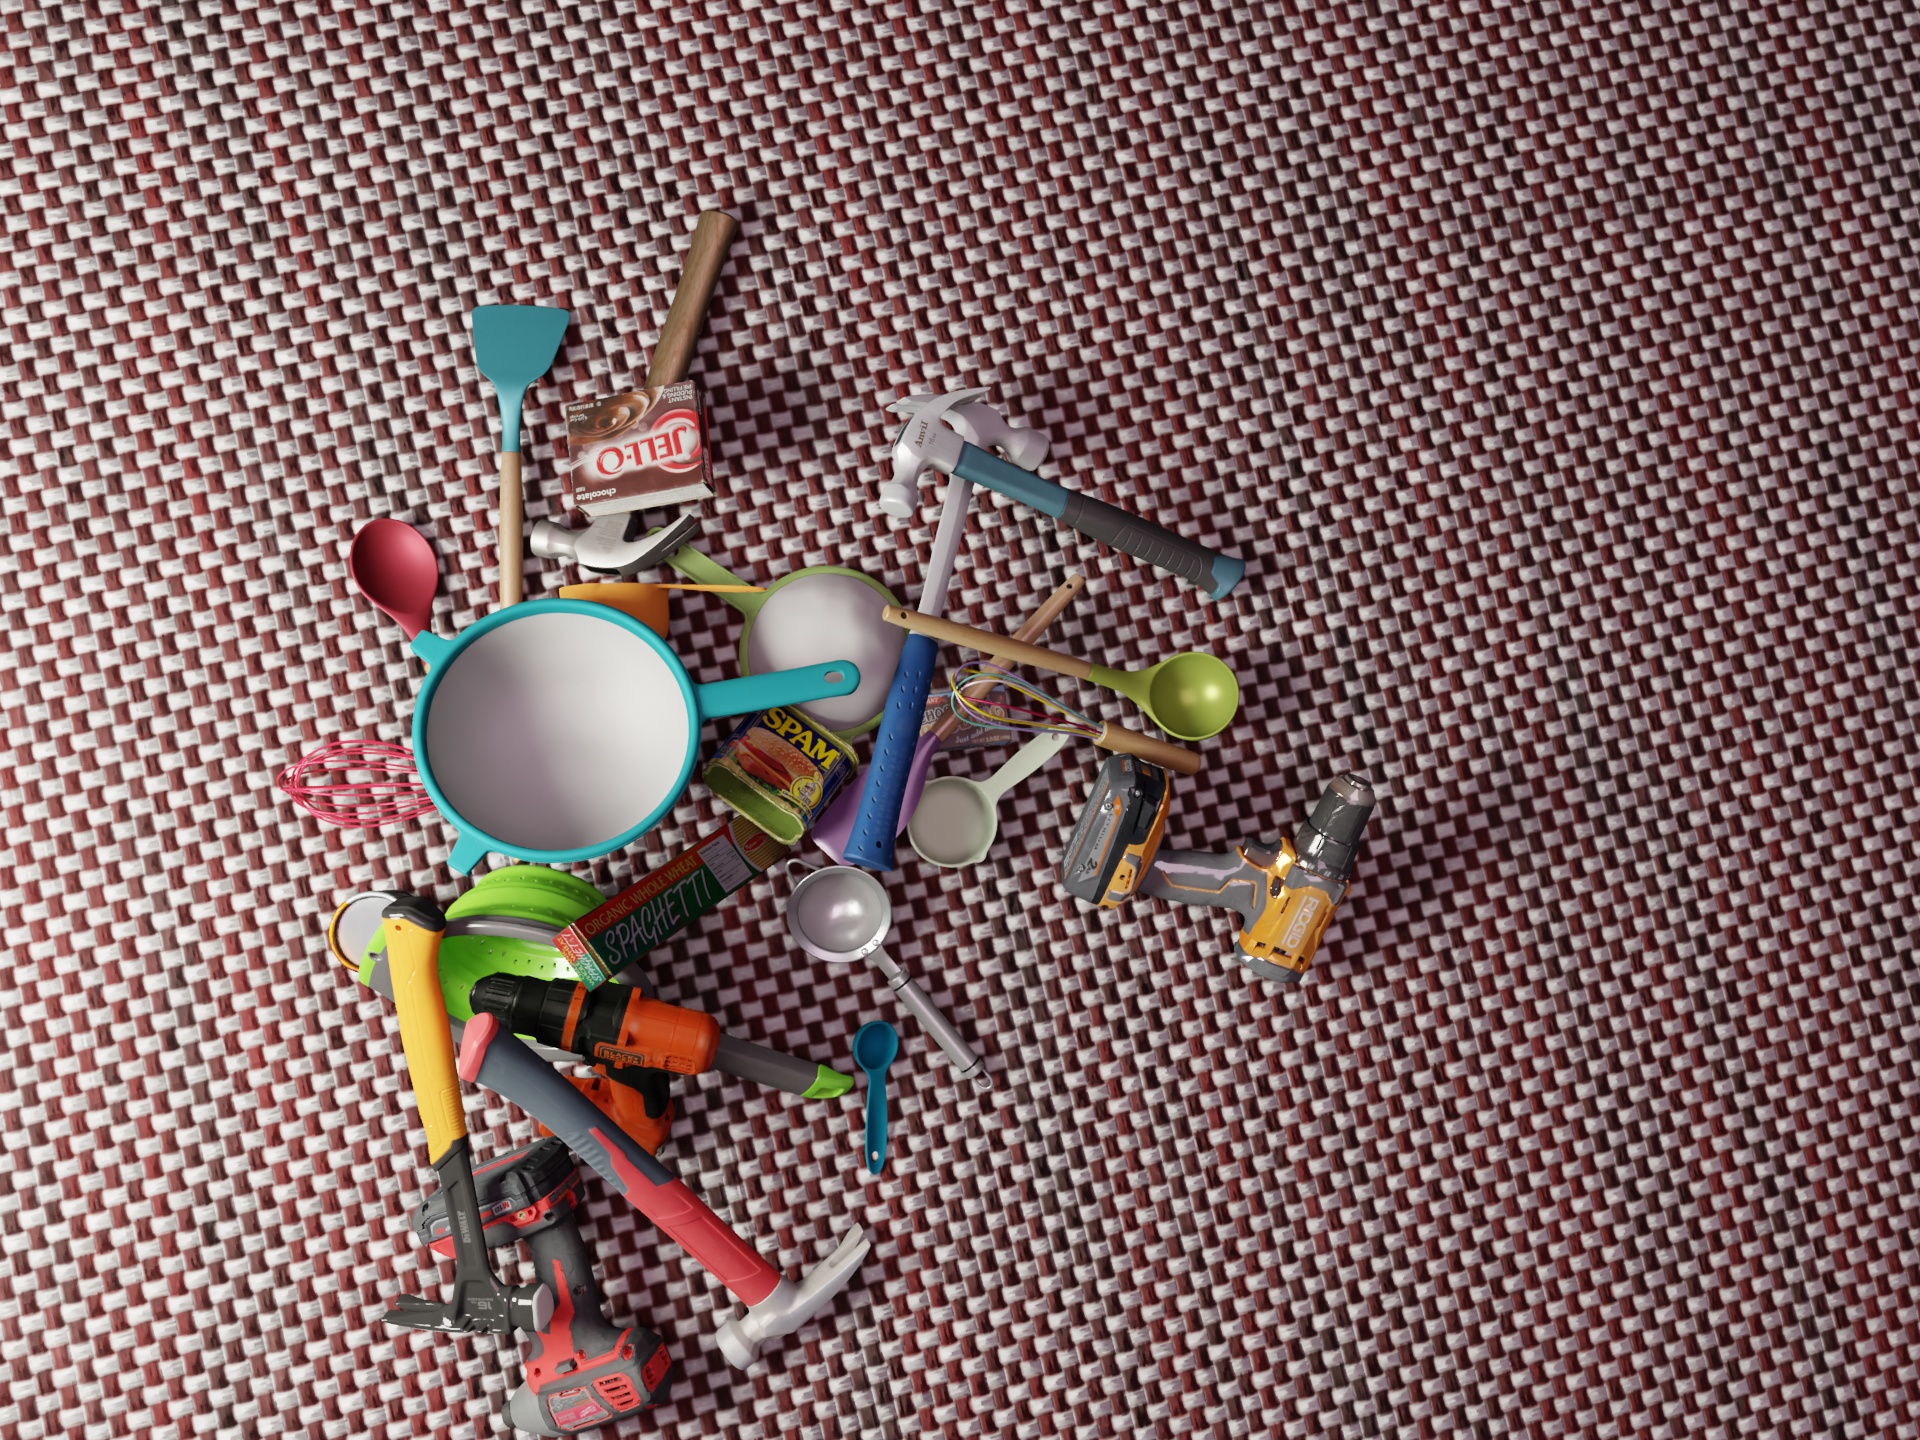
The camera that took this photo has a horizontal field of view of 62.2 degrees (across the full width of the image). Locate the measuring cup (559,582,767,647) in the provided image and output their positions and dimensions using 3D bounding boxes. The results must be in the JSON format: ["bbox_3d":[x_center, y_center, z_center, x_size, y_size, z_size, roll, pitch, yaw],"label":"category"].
[{"bbox_3d":[-0.241,-0.084,1.292,0.173,0.095,0.052,0,91,10],"label":"measuring cup"}]

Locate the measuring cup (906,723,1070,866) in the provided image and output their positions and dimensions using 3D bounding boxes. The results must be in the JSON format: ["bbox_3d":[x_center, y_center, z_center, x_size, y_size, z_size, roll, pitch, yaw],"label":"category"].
[{"bbox_3d":[0.025,0.058,1.347,0.167,0.038,0.083,-39,89,-12],"label":"measuring cup"}]

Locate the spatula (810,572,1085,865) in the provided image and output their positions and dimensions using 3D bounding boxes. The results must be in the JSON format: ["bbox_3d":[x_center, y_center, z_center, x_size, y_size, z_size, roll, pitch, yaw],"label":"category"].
[{"bbox_3d":[-0.002,-0.004,1.326,0.060,0.018,0.316,40,82,11],"label":"spatula"}]

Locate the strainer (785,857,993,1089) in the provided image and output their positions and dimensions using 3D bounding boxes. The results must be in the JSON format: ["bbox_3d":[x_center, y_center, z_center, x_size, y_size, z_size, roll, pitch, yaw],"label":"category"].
[{"bbox_3d":[-0.057,0.209,1.321,0.087,0.050,0.258,-38,96,10],"label":"strainer"}]

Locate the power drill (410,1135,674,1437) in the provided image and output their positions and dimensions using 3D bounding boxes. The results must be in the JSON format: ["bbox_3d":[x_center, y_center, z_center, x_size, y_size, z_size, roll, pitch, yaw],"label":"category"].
[{"bbox_3d":[-0.329,0.451,1.240,0.143,0.078,0.219,-24,93,15],"label":"power drill"}]

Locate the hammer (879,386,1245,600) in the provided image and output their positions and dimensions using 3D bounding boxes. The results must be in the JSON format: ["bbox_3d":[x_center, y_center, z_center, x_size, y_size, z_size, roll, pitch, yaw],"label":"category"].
[{"bbox_3d":[0.097,-0.176,1.337,0.330,0.033,0.128,21,73,-20],"label":"hammer"}]

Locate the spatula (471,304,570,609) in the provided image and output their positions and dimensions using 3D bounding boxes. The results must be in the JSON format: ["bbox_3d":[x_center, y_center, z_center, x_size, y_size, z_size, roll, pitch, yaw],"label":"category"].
[{"bbox_3d":[-0.373,-0.197,1.336,0.082,0.044,0.317,0,89,-7],"label":"spatula"}]

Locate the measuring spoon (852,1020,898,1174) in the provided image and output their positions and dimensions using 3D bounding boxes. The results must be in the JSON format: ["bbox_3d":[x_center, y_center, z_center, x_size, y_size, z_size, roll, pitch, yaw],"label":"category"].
[{"bbox_3d":[-0.075,0.312,1.321,0.042,0.021,0.128,-1,93,-37],"label":"measuring spoon"}]

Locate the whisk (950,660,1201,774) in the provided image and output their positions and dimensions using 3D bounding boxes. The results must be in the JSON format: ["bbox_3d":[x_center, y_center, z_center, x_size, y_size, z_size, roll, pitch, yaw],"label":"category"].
[{"bbox_3d":[0.098,0.007,1.327,0.244,0.047,0.051,18,99,-23],"label":"whisk"}]

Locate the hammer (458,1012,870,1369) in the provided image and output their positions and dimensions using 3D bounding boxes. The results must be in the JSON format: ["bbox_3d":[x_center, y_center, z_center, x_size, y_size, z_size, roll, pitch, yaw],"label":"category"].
[{"bbox_3d":[-0.225,0.339,1.200,0.143,0.038,0.386,-41,119,-7],"label":"hammer"}]

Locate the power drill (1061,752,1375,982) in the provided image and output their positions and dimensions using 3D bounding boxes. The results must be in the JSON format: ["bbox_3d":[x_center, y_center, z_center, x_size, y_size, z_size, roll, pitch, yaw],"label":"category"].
[{"bbox_3d":[0.218,0.101,1.316,0.226,0.084,0.185,21,109,-5],"label":"power drill"}]

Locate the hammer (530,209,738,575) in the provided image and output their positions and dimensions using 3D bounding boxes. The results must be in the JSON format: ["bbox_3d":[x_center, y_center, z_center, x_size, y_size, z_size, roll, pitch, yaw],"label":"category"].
[{"bbox_3d":[-0.250,-0.278,1.342,0.130,0.031,0.331,14,79,13],"label":"hammer"}]

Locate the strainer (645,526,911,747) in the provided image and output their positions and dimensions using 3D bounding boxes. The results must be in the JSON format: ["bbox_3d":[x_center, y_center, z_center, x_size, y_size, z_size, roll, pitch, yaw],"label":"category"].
[{"bbox_3d":[-0.154,-0.089,1.324,0.256,0.069,0.151,33,82,-4],"label":"strainer"}]

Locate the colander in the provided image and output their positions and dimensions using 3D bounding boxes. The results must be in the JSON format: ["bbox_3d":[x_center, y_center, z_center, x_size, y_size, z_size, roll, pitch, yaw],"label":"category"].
[{"bbox_3d":[-0.264,0.208,1.269,0.396,0.204,0.095,22,47,-19],"label":"colander"}]

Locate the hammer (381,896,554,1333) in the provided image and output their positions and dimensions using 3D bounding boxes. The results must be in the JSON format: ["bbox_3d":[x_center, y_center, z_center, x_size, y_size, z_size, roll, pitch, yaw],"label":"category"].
[{"bbox_3d":[-0.383,0.291,1.157,0.127,0.034,0.336,-3,103,11],"label":"hammer"}]

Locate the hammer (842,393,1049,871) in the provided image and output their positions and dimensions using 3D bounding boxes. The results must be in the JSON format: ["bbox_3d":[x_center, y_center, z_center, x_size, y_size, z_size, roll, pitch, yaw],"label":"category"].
[{"bbox_3d":[-0.033,-0.079,1.307,0.144,0.035,0.406,21,74,-26],"label":"hammer"}]

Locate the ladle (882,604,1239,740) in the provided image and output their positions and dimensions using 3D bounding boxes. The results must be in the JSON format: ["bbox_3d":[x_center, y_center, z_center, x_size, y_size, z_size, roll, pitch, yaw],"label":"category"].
[{"bbox_3d":[0.088,-0.050,1.313,0.320,0.062,0.078,15,77,-22],"label":"ladle"}]

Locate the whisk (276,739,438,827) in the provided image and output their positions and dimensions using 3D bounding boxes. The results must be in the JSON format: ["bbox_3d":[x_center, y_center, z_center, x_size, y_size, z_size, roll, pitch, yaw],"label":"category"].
[{"bbox_3d":[-0.397,0.051,1.291,0.295,0.073,0.073,1,84,-11],"label":"whisk"}]

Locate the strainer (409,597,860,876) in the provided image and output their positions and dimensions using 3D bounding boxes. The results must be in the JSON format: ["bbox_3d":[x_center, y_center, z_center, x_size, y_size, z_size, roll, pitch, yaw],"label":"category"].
[{"bbox_3d":[-0.248,0.007,1.247,0.340,0.095,0.211,-11,72,-16],"label":"strainer"}]

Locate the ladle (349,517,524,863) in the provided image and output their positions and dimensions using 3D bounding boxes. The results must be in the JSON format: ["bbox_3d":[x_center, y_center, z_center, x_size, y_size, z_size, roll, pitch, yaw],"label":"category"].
[{"bbox_3d":[-0.412,-0.025,1.278,0.069,0.031,0.316,-19,72,-30],"label":"ladle"}]
